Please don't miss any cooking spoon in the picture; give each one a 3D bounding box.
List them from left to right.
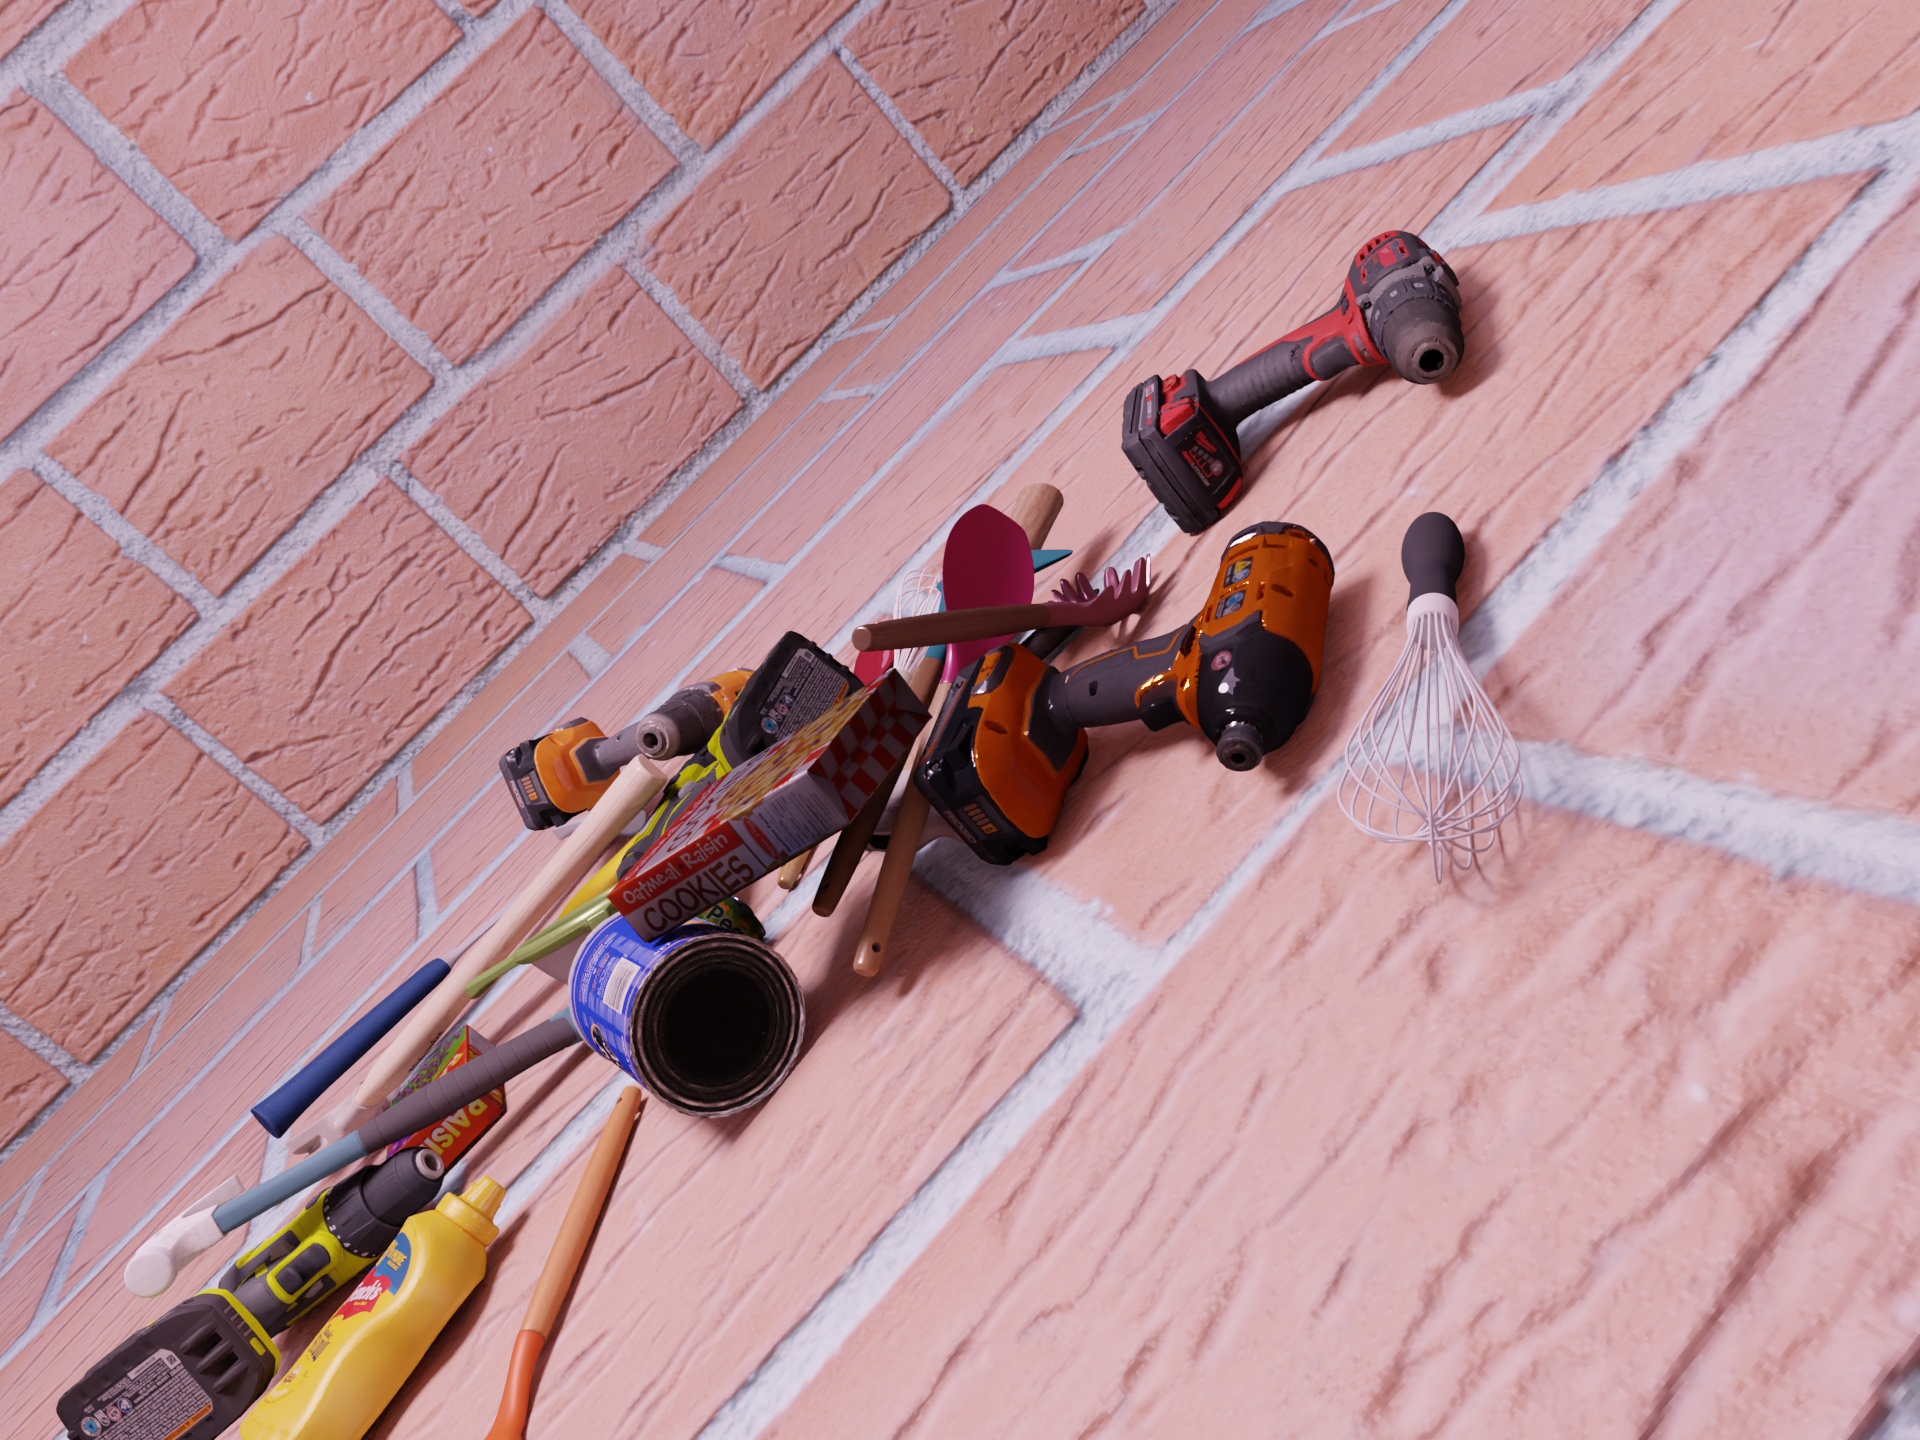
[{"bbox_3d":[-0.012,0.003,0.935,0.017,0.068,0.319,-27,39,51],"label":"cooking spoon"}]

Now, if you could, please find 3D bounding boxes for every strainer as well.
[{"bbox_3d":[-0.271,0.173,1.150,0.256,0.069,0.151,-31,3,34],"label":"strainer"},{"bbox_3d":[-0.002,-0.003,1.066,0.258,0.050,0.087,-43,5,-7],"label":"strainer"}]

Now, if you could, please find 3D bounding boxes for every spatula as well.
[{"bbox_3d":[-0.232,0.311,0.867,0.081,0.041,0.323,-35,20,25],"label":"spatula"},{"bbox_3d":[-0.019,-0.008,0.978,0.082,0.044,0.318,0,50,32],"label":"spatula"}]

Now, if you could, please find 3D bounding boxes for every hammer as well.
[{"bbox_3d":[-0.400,0.284,1.101,0.331,0.033,0.128,-28,4,-16],"label":"hammer"},{"bbox_3d":[-0.453,0.211,1.416,0.405,0.035,0.144,-45,17,-33],"label":"hammer"},{"bbox_3d":[-0.379,0.189,1.267,0.410,0.038,0.146,-48,0,8],"label":"hammer"},{"bbox_3d":[0.006,-0.045,1.049,0.130,0.031,0.331,-5,43,30],"label":"hammer"}]

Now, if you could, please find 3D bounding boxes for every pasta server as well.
[{"bbox_3d":[0.031,-0.066,0.921,0.060,0.040,0.316,-12,0,32],"label":"pasta server"}]

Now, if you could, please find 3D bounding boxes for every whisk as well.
[{"bbox_3d":[-0.044,-0.036,1.204,0.059,0.057,0.246,-53,12,45],"label":"whisk"},{"bbox_3d":[0.205,-0.029,0.691,0.070,0.070,0.285,-32,18,30],"label":"whisk"}]

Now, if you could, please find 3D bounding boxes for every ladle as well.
[{"bbox_3d":[-0.087,0.015,1.211,0.069,0.031,0.316,-31,25,34],"label":"ladle"}]

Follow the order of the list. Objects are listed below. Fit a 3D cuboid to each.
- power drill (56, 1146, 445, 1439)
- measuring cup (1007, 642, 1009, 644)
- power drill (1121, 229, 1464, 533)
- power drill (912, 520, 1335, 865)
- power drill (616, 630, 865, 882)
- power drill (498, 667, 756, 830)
[{"bbox_3d":[-0.451,0.377,1.045,0.190,0.080,0.228,-38,3,14],"label":"power drill"},{"bbox_3d":[-0.006,-0.024,1.146,0.156,0.029,0.062,-61,23,-12],"label":"measuring cup"},{"bbox_3d":[0.217,-0.216,1.022,0.226,0.080,0.188,-31,23,23],"label":"power drill"},{"bbox_3d":[0.087,-0.004,0.837,0.226,0.084,0.164,-25,27,33],"label":"power drill"},{"bbox_3d":[-0.170,0.034,1.225,0.223,0.080,0.171,-41,17,44],"label":"power drill"},{"bbox_3d":[-0.293,0.025,1.397,0.226,0.084,0.185,-21,5,20],"label":"power drill"}]
